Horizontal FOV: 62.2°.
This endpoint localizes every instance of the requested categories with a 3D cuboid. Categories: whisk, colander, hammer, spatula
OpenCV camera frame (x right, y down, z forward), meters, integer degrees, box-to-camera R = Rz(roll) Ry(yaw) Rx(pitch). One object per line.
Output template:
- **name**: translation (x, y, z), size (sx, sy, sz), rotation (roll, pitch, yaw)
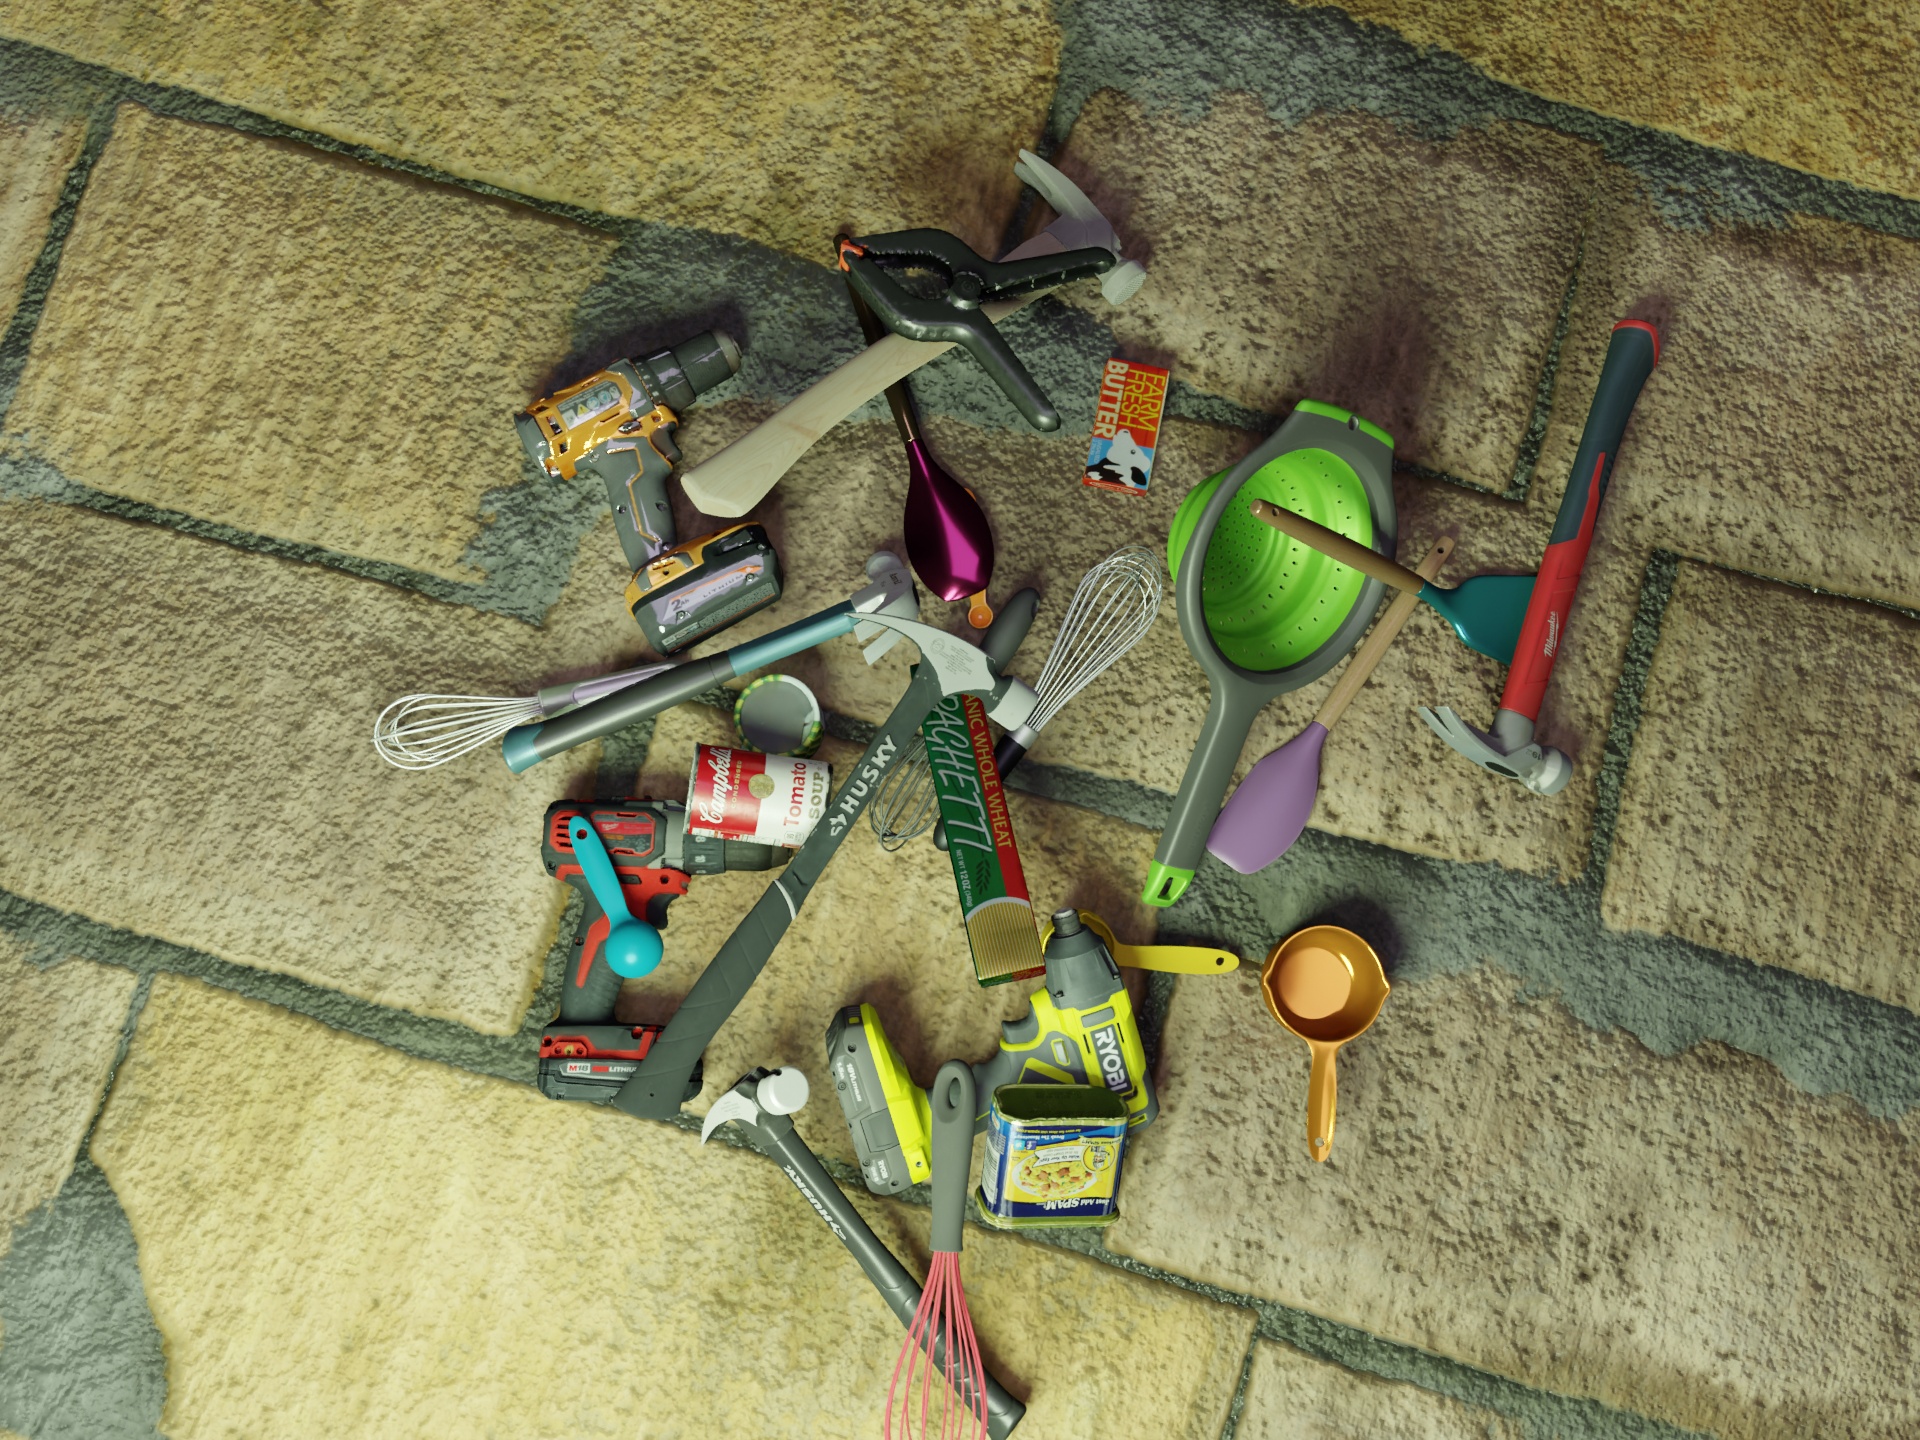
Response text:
- **whisk**: translation (0.067, -0.015, 1.234), size (0.070, 0.070, 0.284), rotation (36, 88, 4)
- **colander**: translation (0.199, -0.053, 1.221), size (0.204, 0.095, 0.397), rotation (13, 101, -36)
- **hammer**: translation (0.466, -0.146, 1.242), size (0.143, 0.038, 0.386), rotation (26, 78, -27)
- **hammer**: translation (-0.064, 0.392, 1.156), size (0.334, 0.146, 0.035), rotation (53, 52, -5)
- **hammer**: translation (-0.049, -0.294, 1.236), size (0.410, 0.038, 0.146), rotation (-38, 83, -18)
- **whisk**: translation (-0.001, -0.003, 1.235), size (0.055, 0.055, 0.239), rotation (31, 78, 3)
- **whisk**: translation (-0.012, 0.383, 1.091), size (0.073, 0.073, 0.296), rotation (4, 79, 0)
- **hammer**: translation (-0.185, -0.038, 1.196), size (0.331, 0.128, 0.033), rotation (-23, 118, -4)
- **spatula**: translation (0.337, -0.112, 1.199), size (0.317, 0.044, 0.082), rotation (17, 82, -35)
- **spatula**: translation (0.300, -0.015, 1.252), size (0.060, 0.018, 0.316), rotation (34, 84, 10)
- **whisk**: translation (-0.330, -0.011, 1.229), size (0.246, 0.059, 0.058), rotation (-13, 93, -7)
- **hammer**: translation (-0.117, 0.107, 1.124), size (0.149, 0.036, 0.409), rotation (35, 87, -9)

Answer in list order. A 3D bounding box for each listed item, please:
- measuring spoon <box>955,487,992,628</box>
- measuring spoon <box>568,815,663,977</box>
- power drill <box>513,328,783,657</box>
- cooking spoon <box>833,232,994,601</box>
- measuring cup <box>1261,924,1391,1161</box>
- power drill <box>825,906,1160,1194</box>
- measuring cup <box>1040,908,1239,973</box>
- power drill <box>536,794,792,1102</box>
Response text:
- **measuring spoon**: translation (0.010, -0.129, 1.269), size (0.021, 0.011, 0.117), rotation (-9, 79, 7)
- **measuring spoon**: translation (-0.255, 0.126, 1.152), size (0.042, 0.021, 0.129), rotation (-25, 80, -10)
- **power drill**: translation (-0.218, -0.187, 1.240), size (0.185, 0.084, 0.226), rotation (-30, 79, -6)
- **cooking spoon**: translation (-0.047, -0.247, 1.277), size (0.069, 0.017, 0.319), rotation (-20, 82, 5)
- **measuring cup**: translation (0.269, 0.241, 1.201), size (0.095, 0.052, 0.174), rotation (4, 84, 0)
- **power drill**: translation (0.020, 0.244, 1.171), size (0.223, 0.080, 0.171), rotation (-17, 99, -5)
- **measuring cup**: translation (0.136, 0.176, 1.221), size (0.156, 0.029, 0.062), rotation (6, 103, -11)
- **power drill**: translation (-0.224, 0.169, 1.193), size (0.188, 0.080, 0.227), rotation (2, 79, -4)
